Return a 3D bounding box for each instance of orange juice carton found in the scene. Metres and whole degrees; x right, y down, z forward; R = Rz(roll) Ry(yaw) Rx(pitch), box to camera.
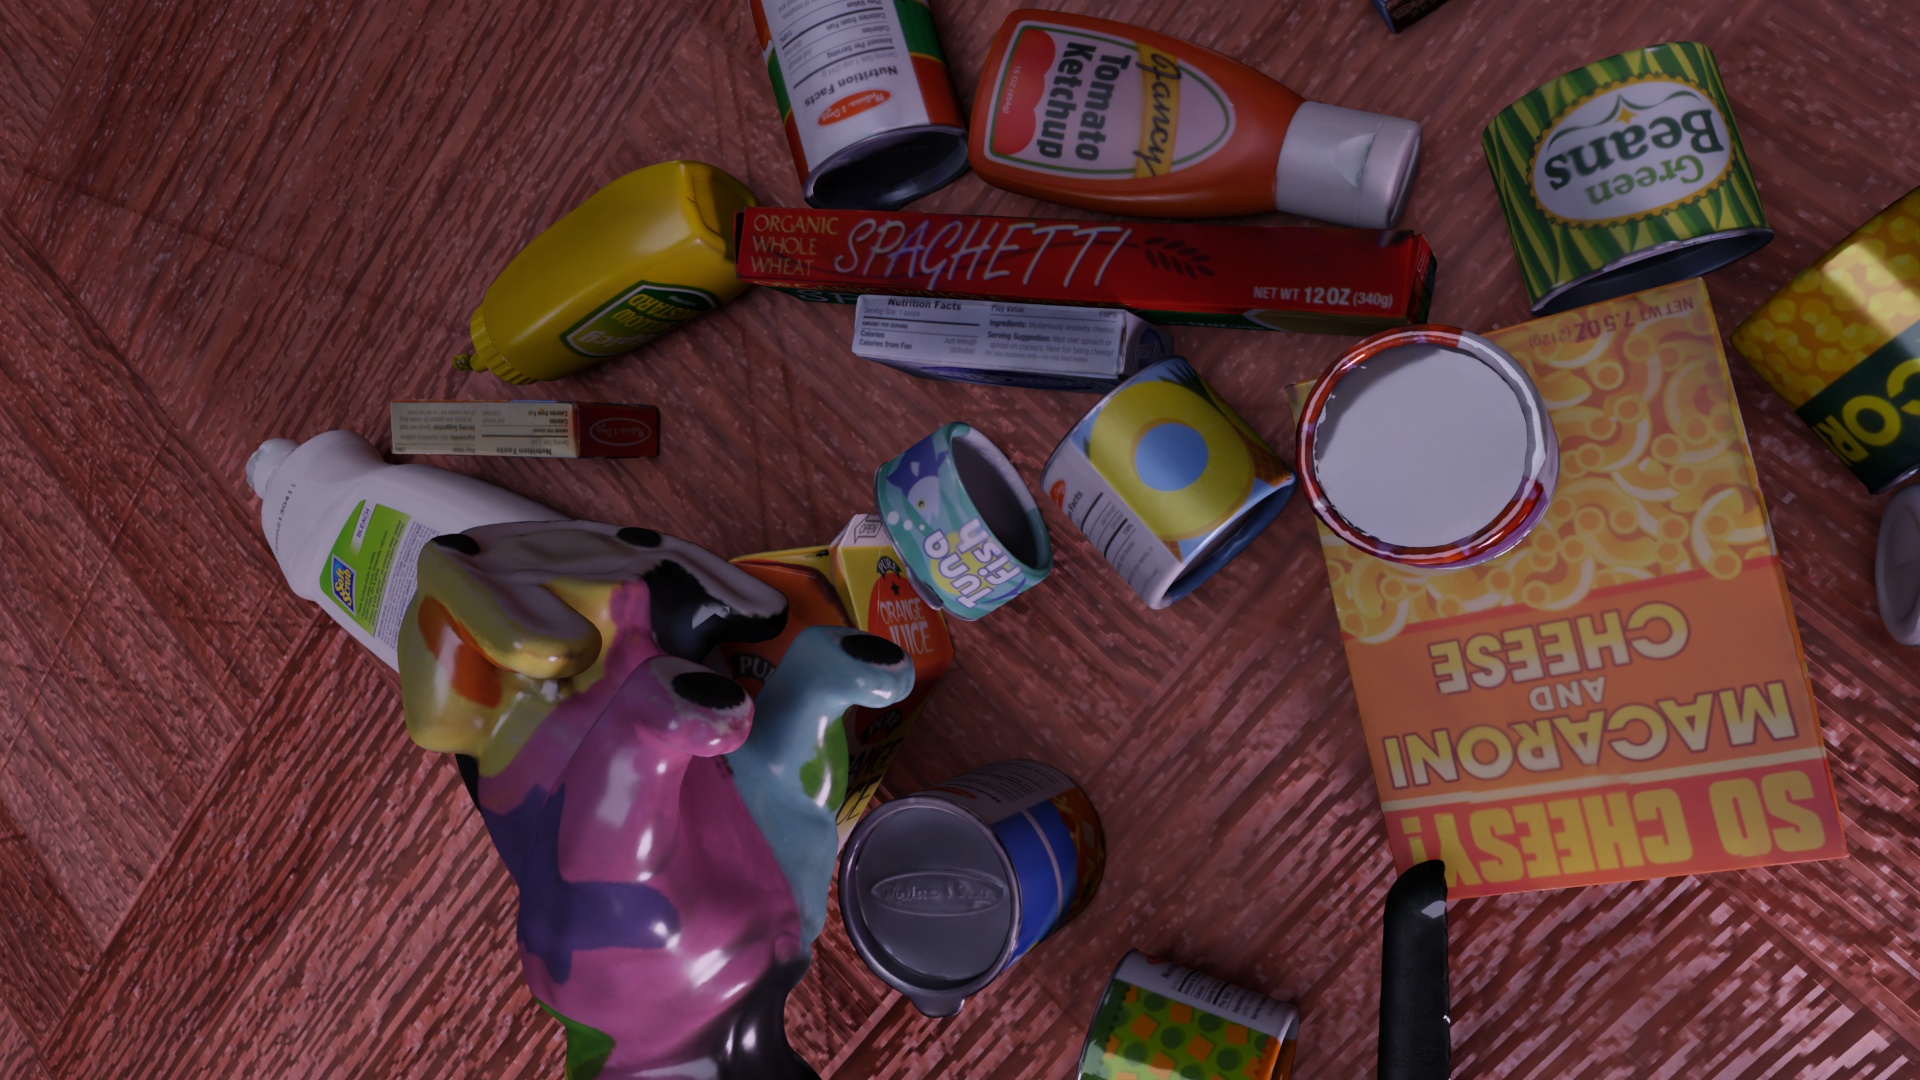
[{"bbox_3d":[-0.069,0.071,0.524,0.073,0.072,0.192,35,104,20],"label":"orange juice carton"}]

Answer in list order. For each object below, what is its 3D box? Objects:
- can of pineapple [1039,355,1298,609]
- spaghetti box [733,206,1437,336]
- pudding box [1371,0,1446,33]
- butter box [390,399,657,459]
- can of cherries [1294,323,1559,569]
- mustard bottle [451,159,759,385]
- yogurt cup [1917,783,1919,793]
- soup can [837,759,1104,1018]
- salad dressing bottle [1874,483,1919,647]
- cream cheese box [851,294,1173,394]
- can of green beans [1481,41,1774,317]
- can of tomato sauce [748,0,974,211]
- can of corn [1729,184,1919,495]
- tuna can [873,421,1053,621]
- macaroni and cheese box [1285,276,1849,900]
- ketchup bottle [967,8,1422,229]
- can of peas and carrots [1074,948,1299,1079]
[{"bbox_3d":[0.071,-0.020,0.465,0.071,0.071,0.058,-46,73,18],"label":"can of pineapple"},{"bbox_3d":[0.035,-0.096,0.490,0.250,0.050,0.028,8,92,25],"label":"spaghetti box"},{"bbox_3d":[0.142,-0.216,0.453,0.049,0.030,0.084,-31,77,20],"label":"pudding box"},{"bbox_3d":[-0.186,-0.047,0.590,0.103,0.053,0.024,3,94,25],"label":"butter box"},{"bbox_3d":[0.131,-0.023,0.396,0.071,0.058,0.071,-1,88,25],"label":"can of cherries"},{"bbox_3d":[-0.154,-0.100,0.572,0.160,0.065,0.049,-23,75,29],"label":"mustard bottle"},{"bbox_3d":[0.295,0.069,0.363,0.072,0.072,0.054,-46,64,18],"label":"yogurt cup"},{"bbox_3d":[0.006,0.117,0.483,0.071,0.084,0.071,0,90,25],"label":"soup can"},{"bbox_3d":[0.324,0.009,0.354,0.147,0.064,0.044,2,80,16],"label":"salad dressing bottle"},{"bbox_3d":[0.019,-0.069,0.496,0.104,0.053,0.024,8,92,24],"label":"cream cheese box"},{"bbox_3d":[0.194,-0.104,0.408,0.071,0.071,0.058,-17,83,24],"label":"can of green beans"},{"bbox_3d":[-0.037,-0.173,0.517,0.071,0.071,0.083,-20,81,23],"label":"can of tomato sauce"},{"bbox_3d":[0.256,-0.054,0.378,0.071,0.071,0.058,-41,73,19],"label":"can of corn"},{"bbox_3d":[0.002,-0.006,0.493,0.032,0.071,0.071,-32,77,21],"label":"tuna can"},{"bbox_3d":[0.181,0.018,0.427,0.123,0.040,0.166,-14,83,25],"label":"macaroni and cheese box"},{"bbox_3d":[0.078,-0.138,0.475,0.149,0.043,0.064,19,97,23],"label":"ketchup bottle"},{"bbox_3d":[0.075,0.180,0.461,0.059,0.071,0.071,13,95,24],"label":"can of peas and carrots"}]
